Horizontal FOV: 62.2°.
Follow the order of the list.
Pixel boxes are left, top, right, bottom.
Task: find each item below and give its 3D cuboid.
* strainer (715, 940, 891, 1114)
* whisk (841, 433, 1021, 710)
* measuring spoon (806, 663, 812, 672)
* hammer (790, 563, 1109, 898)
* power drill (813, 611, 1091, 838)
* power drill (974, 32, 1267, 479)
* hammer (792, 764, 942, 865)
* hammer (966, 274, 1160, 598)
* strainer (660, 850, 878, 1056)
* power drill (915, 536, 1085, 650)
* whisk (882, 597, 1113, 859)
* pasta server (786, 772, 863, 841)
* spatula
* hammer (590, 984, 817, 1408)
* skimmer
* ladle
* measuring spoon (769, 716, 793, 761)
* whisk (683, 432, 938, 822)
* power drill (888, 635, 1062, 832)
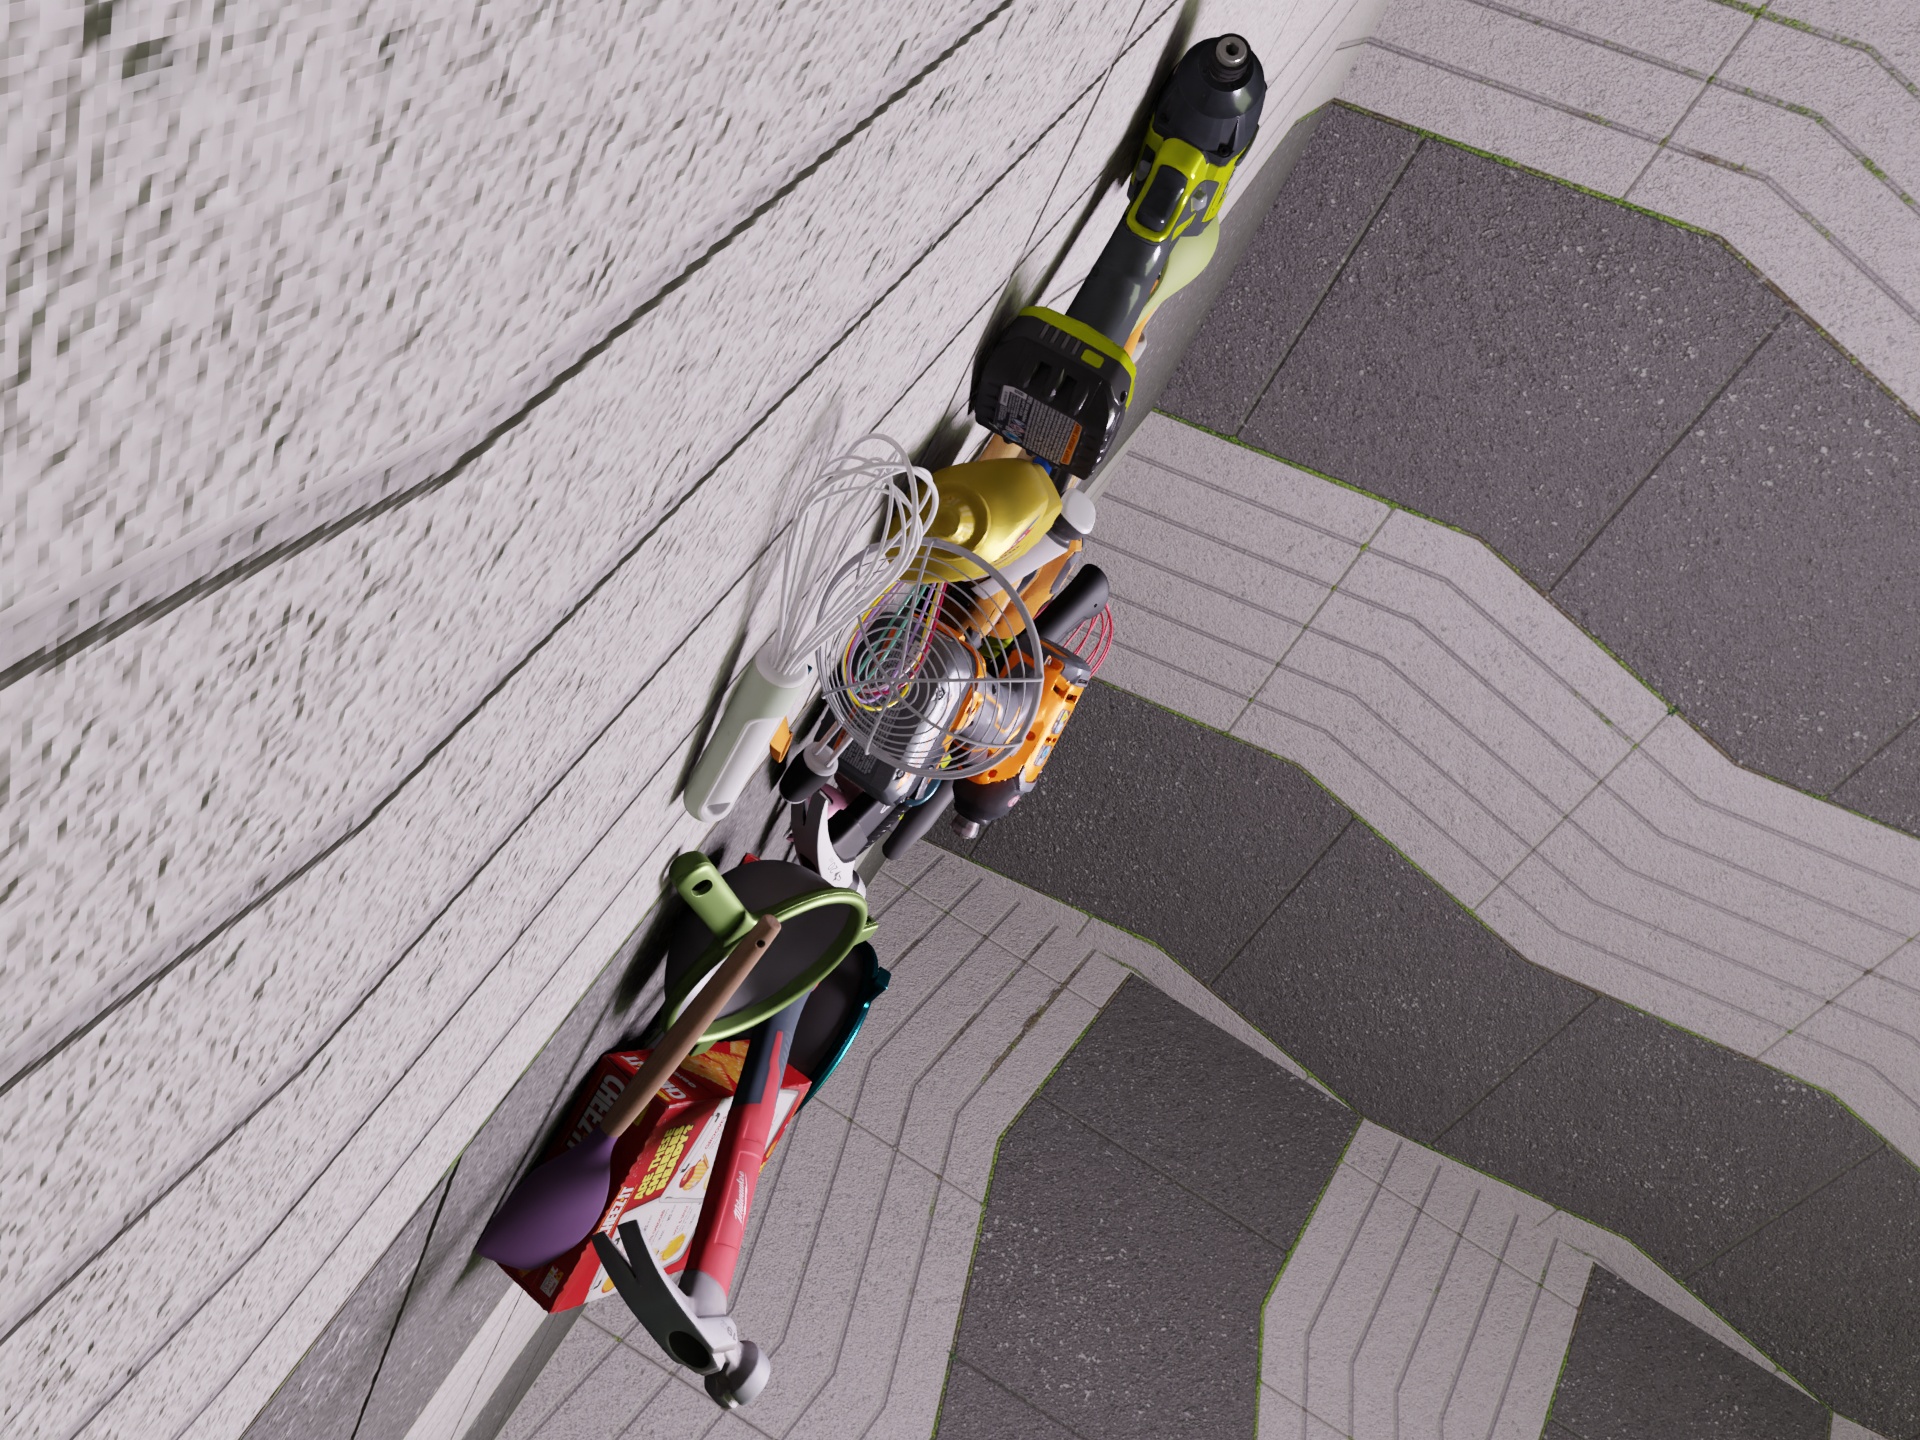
[{"bbox_3d":[-0.213,0.292,1.313,0.340,0.095,0.211,-50,-161,-10],"label":"strainer"},{"bbox_3d":[-0.012,-0.105,1.028,0.245,0.047,0.051,-61,-178,-27],"label":"whisk"},{"bbox_3d":[-0.105,-0.002,0.800,0.042,0.021,0.128,-55,-174,-25],"label":"measuring spoon"},{"bbox_3d":[-0.002,-0.004,1.232,0.335,0.035,0.146,-45,148,-17],"label":"hammer"},{"bbox_3d":[-0.003,0.011,1.134,0.226,0.084,0.164,8,111,-60],"label":"power drill"},{"bbox_3d":[0.095,-0.259,0.882,0.223,0.080,0.171,-62,179,-7],"label":"power drill"},{"bbox_3d":[-0.104,0.115,1.402,0.331,0.033,0.128,-43,-167,51],"label":"hammer"},{"bbox_3d":[0.093,-0.232,1.205,0.127,0.034,0.337,-29,-151,47],"label":"hammer"},{"bbox_3d":[-0.145,0.115,0.977,0.151,0.069,0.256,-34,155,-9],"label":"strainer"},{"bbox_3d":[0.017,-0.096,1.324,0.185,0.084,0.226,-59,173,19],"label":"power drill"},{"bbox_3d":[0.030,0.005,1.350,0.296,0.073,0.073,-51,179,8],"label":"whisk"},{"bbox_3d":[-0.071,0.003,1.427,0.060,0.040,0.316,-61,-179,45],"label":"pasta server"},{"bbox_3d":[-0.200,0.235,0.979,0.316,0.059,0.018,-52,-153,19],"label":"spatula"},{"bbox_3d":[-0.148,0.253,1.066,0.038,0.143,0.387,-23,-156,16],"label":"hammer"},{"bbox_3d":[-0.049,-0.004,0.922,0.090,0.127,0.363,-39,180,-17],"label":"skimmer"},{"bbox_3d":[0.077,-0.251,1.144,0.320,0.062,0.078,-51,180,4],"label":"ladle"},{"bbox_3d":[-0.106,0.004,0.887,0.117,0.011,0.021,94,19,-78],"label":"measuring spoon"},{"bbox_3d":[-0.074,-0.028,0.686,0.057,0.059,0.246,-6,147,-35],"label":"whisk"},{"bbox_3d":[-0.013,0.006,1.497,0.228,0.080,0.190,-48,179,38],"label":"power drill"}]
